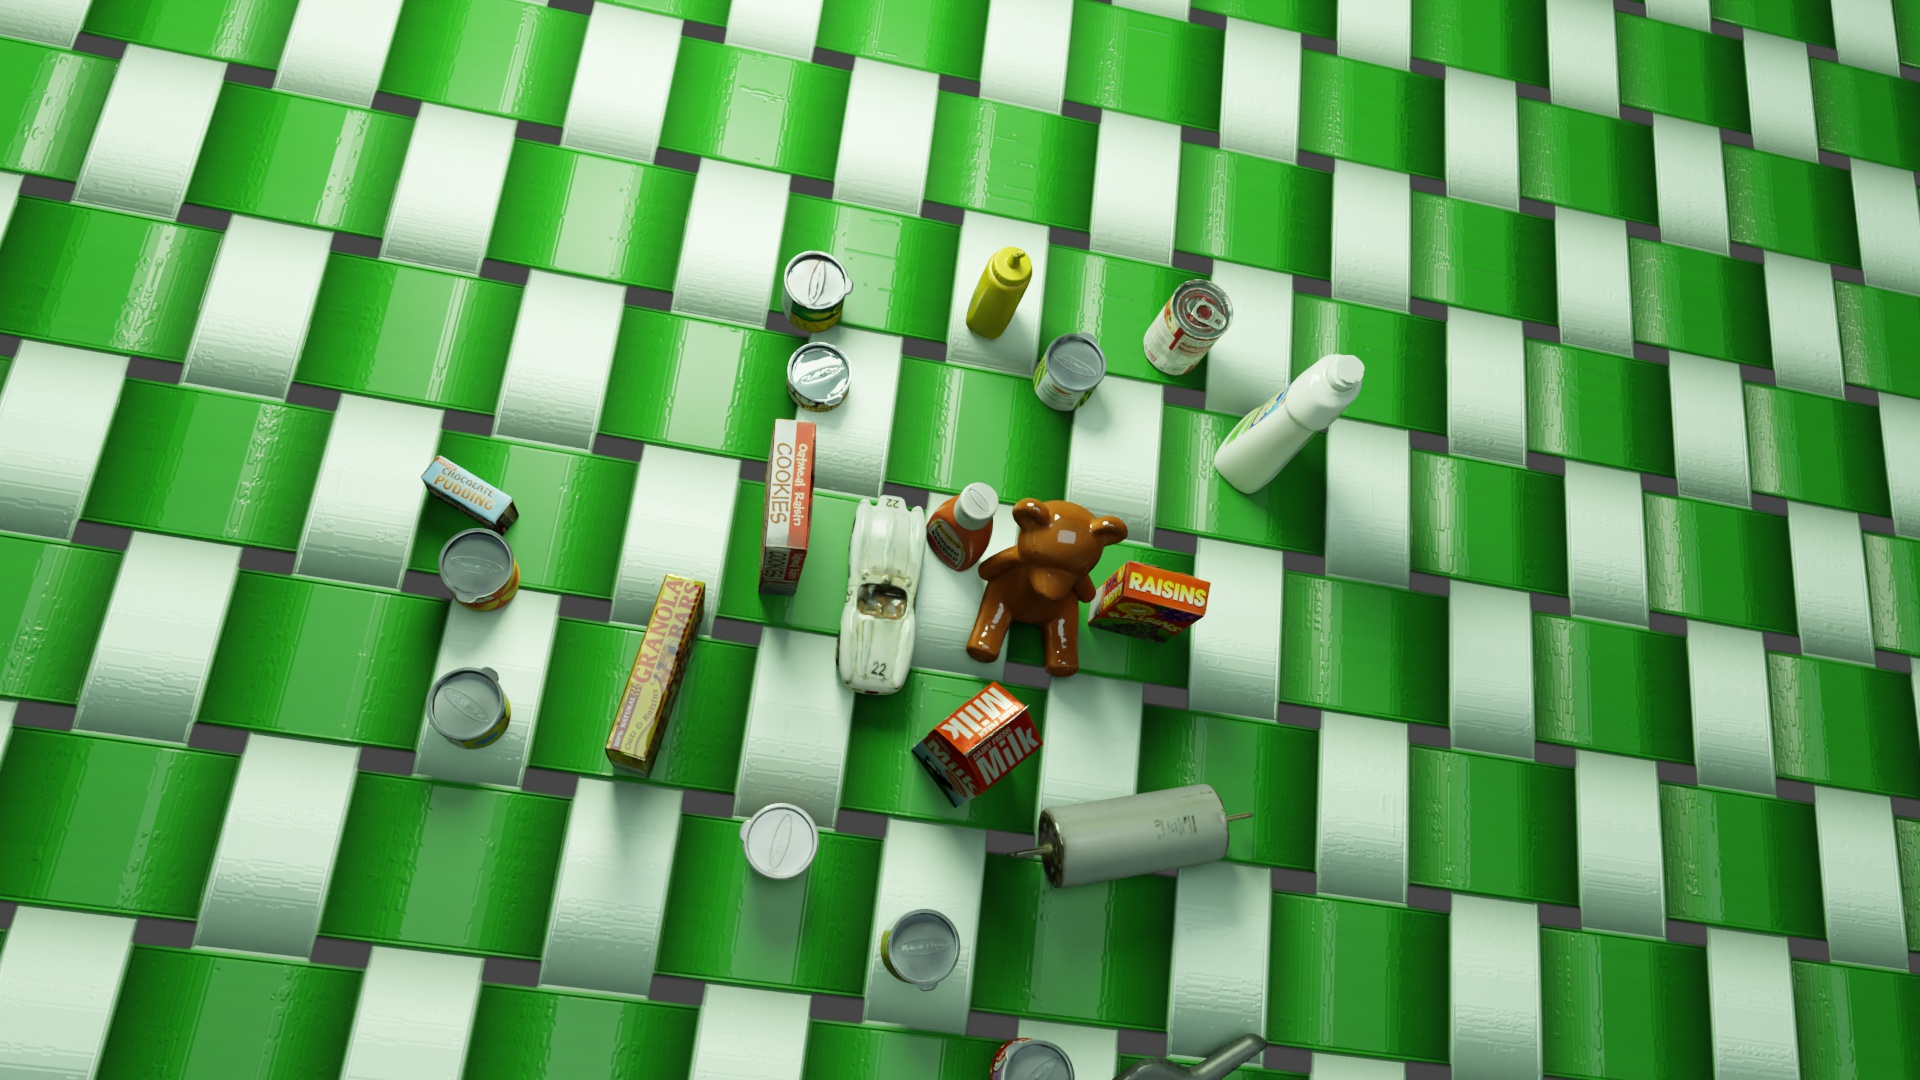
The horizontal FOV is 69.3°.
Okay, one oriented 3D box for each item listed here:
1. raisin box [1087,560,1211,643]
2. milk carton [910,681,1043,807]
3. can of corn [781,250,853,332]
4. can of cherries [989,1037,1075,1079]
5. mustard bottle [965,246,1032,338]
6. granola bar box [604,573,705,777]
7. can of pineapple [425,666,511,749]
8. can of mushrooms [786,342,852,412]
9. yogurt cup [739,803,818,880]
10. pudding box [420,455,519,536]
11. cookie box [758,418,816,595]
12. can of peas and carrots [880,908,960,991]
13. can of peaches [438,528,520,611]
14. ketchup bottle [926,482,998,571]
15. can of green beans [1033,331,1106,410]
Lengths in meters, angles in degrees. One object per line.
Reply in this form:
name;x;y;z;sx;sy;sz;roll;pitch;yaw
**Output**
raisin box;0.185;0.062;1.374;0.086;0.123;0.040;15;71;-6
milk carton;0.016;0.186;1.266;0.072;0.190;0.073;-36;83;-19
can of corn;-0.149;-0.257;1.441;0.071;0.058;0.071;3;73;-10
can of cherries;0.063;0.482;1.254;0.071;0.058;0.071;3;73;-10
mustard bottle;0.044;-0.264;1.428;0.049;0.159;0.065;23;71;-4
granola bar box;-0.276;0.124;1.263;0.039;0.123;0.166;17;71;-6
can of pineapple;-0.442;0.152;1.257;0.071;0.057;0.071;3;73;-10
can of mushrooms;-0.144;-0.165;1.427;0.071;0.033;0.071;3;73;-10
yogurt cup;-0.166;0.278;1.274;0.072;0.053;0.072;3;73;-10
pudding box;-0.464;-0.042;1.317;0.084;0.049;0.030;31;70;-1
cookie box;-0.164;-0.028;1.309;0.040;0.167;0.123;5;73;-10
can of peas and carrots;-0.037;0.373;1.268;0.071;0.058;0.071;3;73;-10
can of peaches;-0.448;0.031;1.293;0.071;0.058;0.071;3;73;-10
ketchup bottle;0.005;-0.017;1.349;0.044;0.148;0.065;-38;84;-19
can of green beans;0.115;-0.177;1.469;0.071;0.057;0.071;3;73;-10
